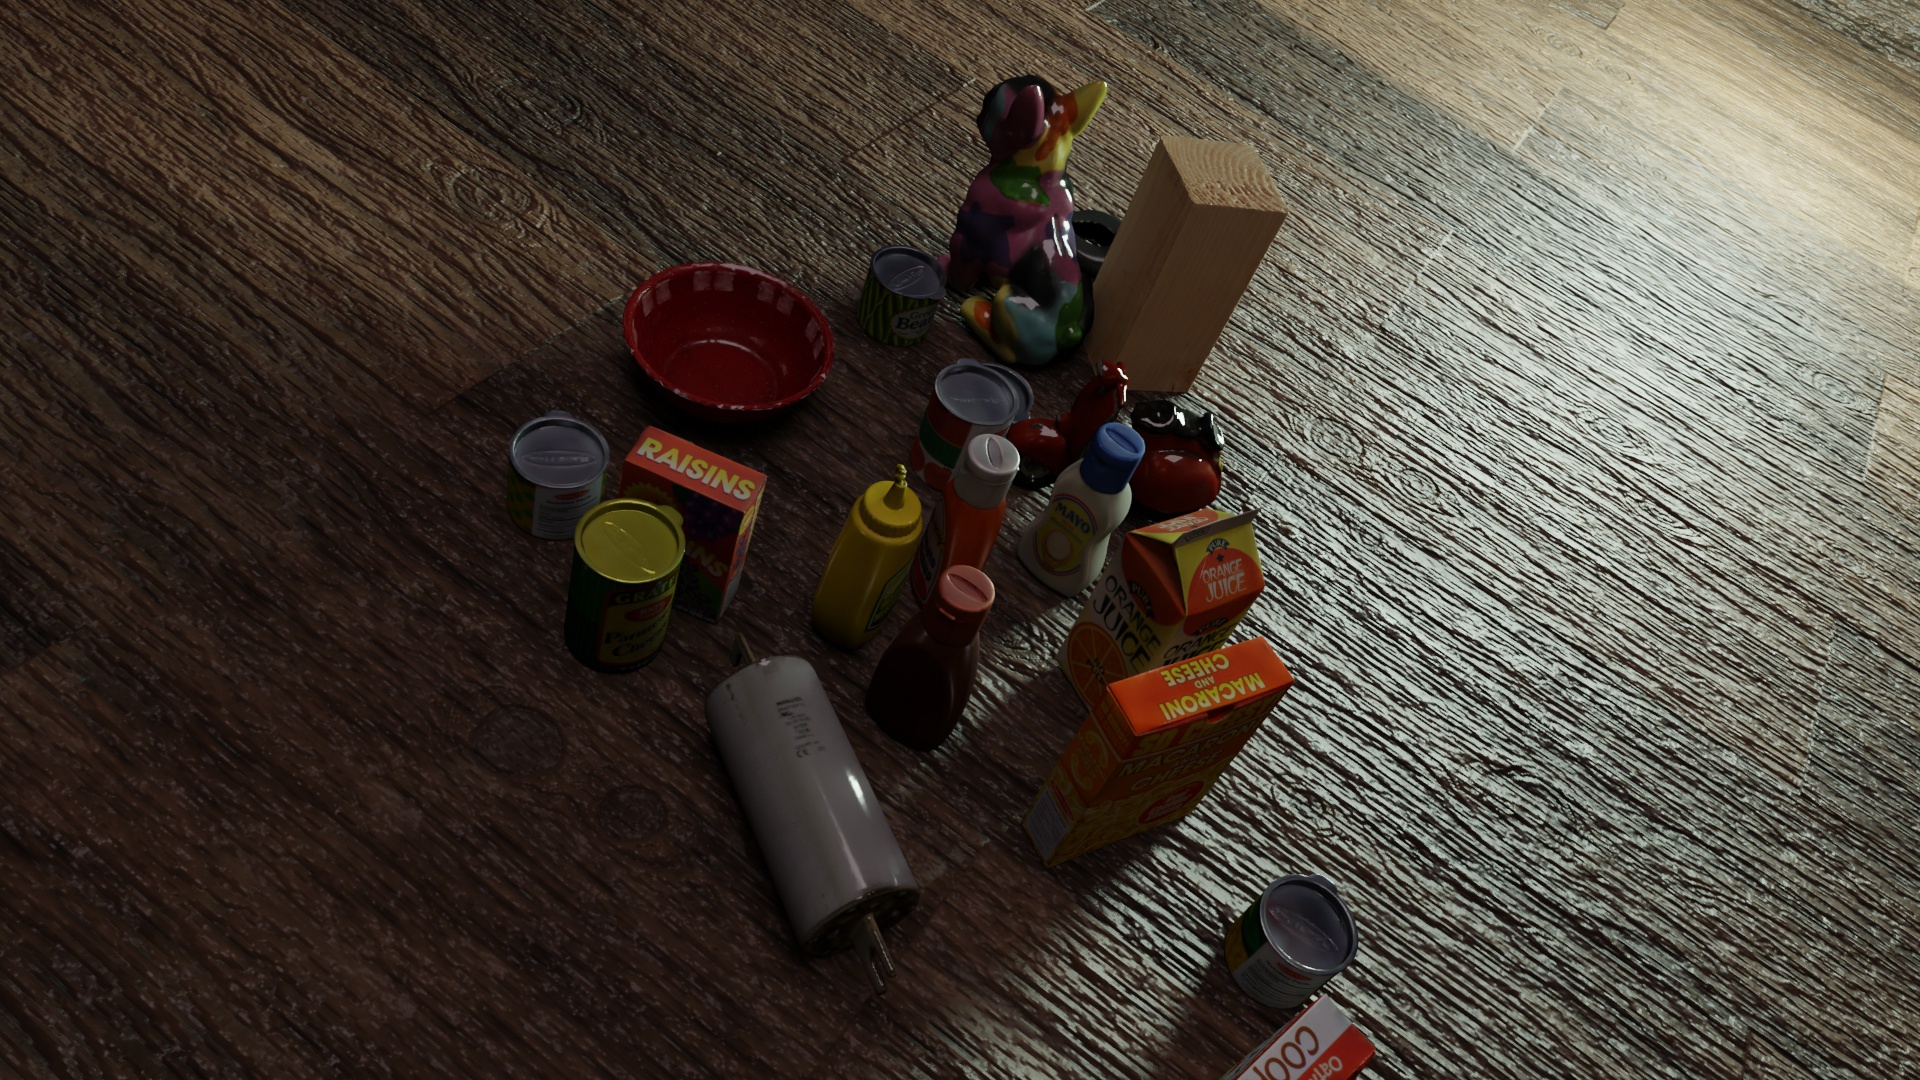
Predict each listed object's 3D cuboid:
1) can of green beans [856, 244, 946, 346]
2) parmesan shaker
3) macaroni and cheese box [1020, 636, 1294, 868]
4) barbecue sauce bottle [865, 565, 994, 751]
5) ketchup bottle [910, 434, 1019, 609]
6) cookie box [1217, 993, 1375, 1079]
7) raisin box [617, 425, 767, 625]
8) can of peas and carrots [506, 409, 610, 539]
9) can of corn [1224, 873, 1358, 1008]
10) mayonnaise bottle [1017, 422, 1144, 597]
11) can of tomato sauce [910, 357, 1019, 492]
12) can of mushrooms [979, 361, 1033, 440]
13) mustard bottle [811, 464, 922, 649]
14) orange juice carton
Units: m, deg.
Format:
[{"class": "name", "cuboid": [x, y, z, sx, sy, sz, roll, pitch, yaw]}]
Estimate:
[{"class": "can of green beans", "cuboid": [-0.051, -0.207, 1.179, 0.071, 0.057, 0.071, 10, 49, -12]}, {"class": "parmesan shaker", "cuboid": [-0.213, 0.030, 0.887, 0.071, 0.102, 0.072, 10, 49, -12]}, {"class": "macaroni and cheese box", "cuboid": [0.122, 0.136, 0.877, 0.124, 0.165, 0.040, -13, 57, -29]}, {"class": "barbecue sauce bottle", "cuboid": [-0.016, 0.074, 0.890, 0.065, 0.147, 0.044, 36, 48, 11]}, {"class": "ketchup bottle", "cuboid": [0.003, -0.012, 0.971, 0.043, 0.148, 0.065, 3, 50, -18]}, {"class": "cookie box", "cuboid": [0.133, 0.317, 0.726, 0.123, 0.166, 0.040, -27, 65, -36]}, {"class": "raisin box", "cuboid": [-0.182, -0.008, 0.917, 0.086, 0.122, 0.040, 24, 47, 0]}, {"class": "can of peas and carrots", "cuboid": [-0.278, -0.045, 0.956, 0.071, 0.058, 0.071, 10, 49, -12]}, {"class": "can of corn", "cuboid": [0.210, 0.253, 0.882, 0.071, 0.058, 0.071, 10, 49, -12]}, {"class": "mayonnaise bottle", "cuboid": [0.091, -0.024, 1.014, 0.065, 0.147, 0.041, 39, 49, 14]}, {"class": "can of tomato sauce", "cuboid": [0.001, -0.088, 1.079, 0.071, 0.082, 0.071, 10, 49, -12]}, {"class": "can of mushrooms", "cuboid": [0.025, -0.111, 1.141, 0.071, 0.033, 0.071, 10, 49, -12]}, {"class": "mustard bottle", "cuboid": [-0.057, 0.007, 0.925, 0.049, 0.159, 0.066, 33, 48, 9]}, {"class": "orange juice carton", "cuboid": [0.139, 0.046, 0.942, 0.072, 0.191, 0.073, -16, 58, -30]}]
